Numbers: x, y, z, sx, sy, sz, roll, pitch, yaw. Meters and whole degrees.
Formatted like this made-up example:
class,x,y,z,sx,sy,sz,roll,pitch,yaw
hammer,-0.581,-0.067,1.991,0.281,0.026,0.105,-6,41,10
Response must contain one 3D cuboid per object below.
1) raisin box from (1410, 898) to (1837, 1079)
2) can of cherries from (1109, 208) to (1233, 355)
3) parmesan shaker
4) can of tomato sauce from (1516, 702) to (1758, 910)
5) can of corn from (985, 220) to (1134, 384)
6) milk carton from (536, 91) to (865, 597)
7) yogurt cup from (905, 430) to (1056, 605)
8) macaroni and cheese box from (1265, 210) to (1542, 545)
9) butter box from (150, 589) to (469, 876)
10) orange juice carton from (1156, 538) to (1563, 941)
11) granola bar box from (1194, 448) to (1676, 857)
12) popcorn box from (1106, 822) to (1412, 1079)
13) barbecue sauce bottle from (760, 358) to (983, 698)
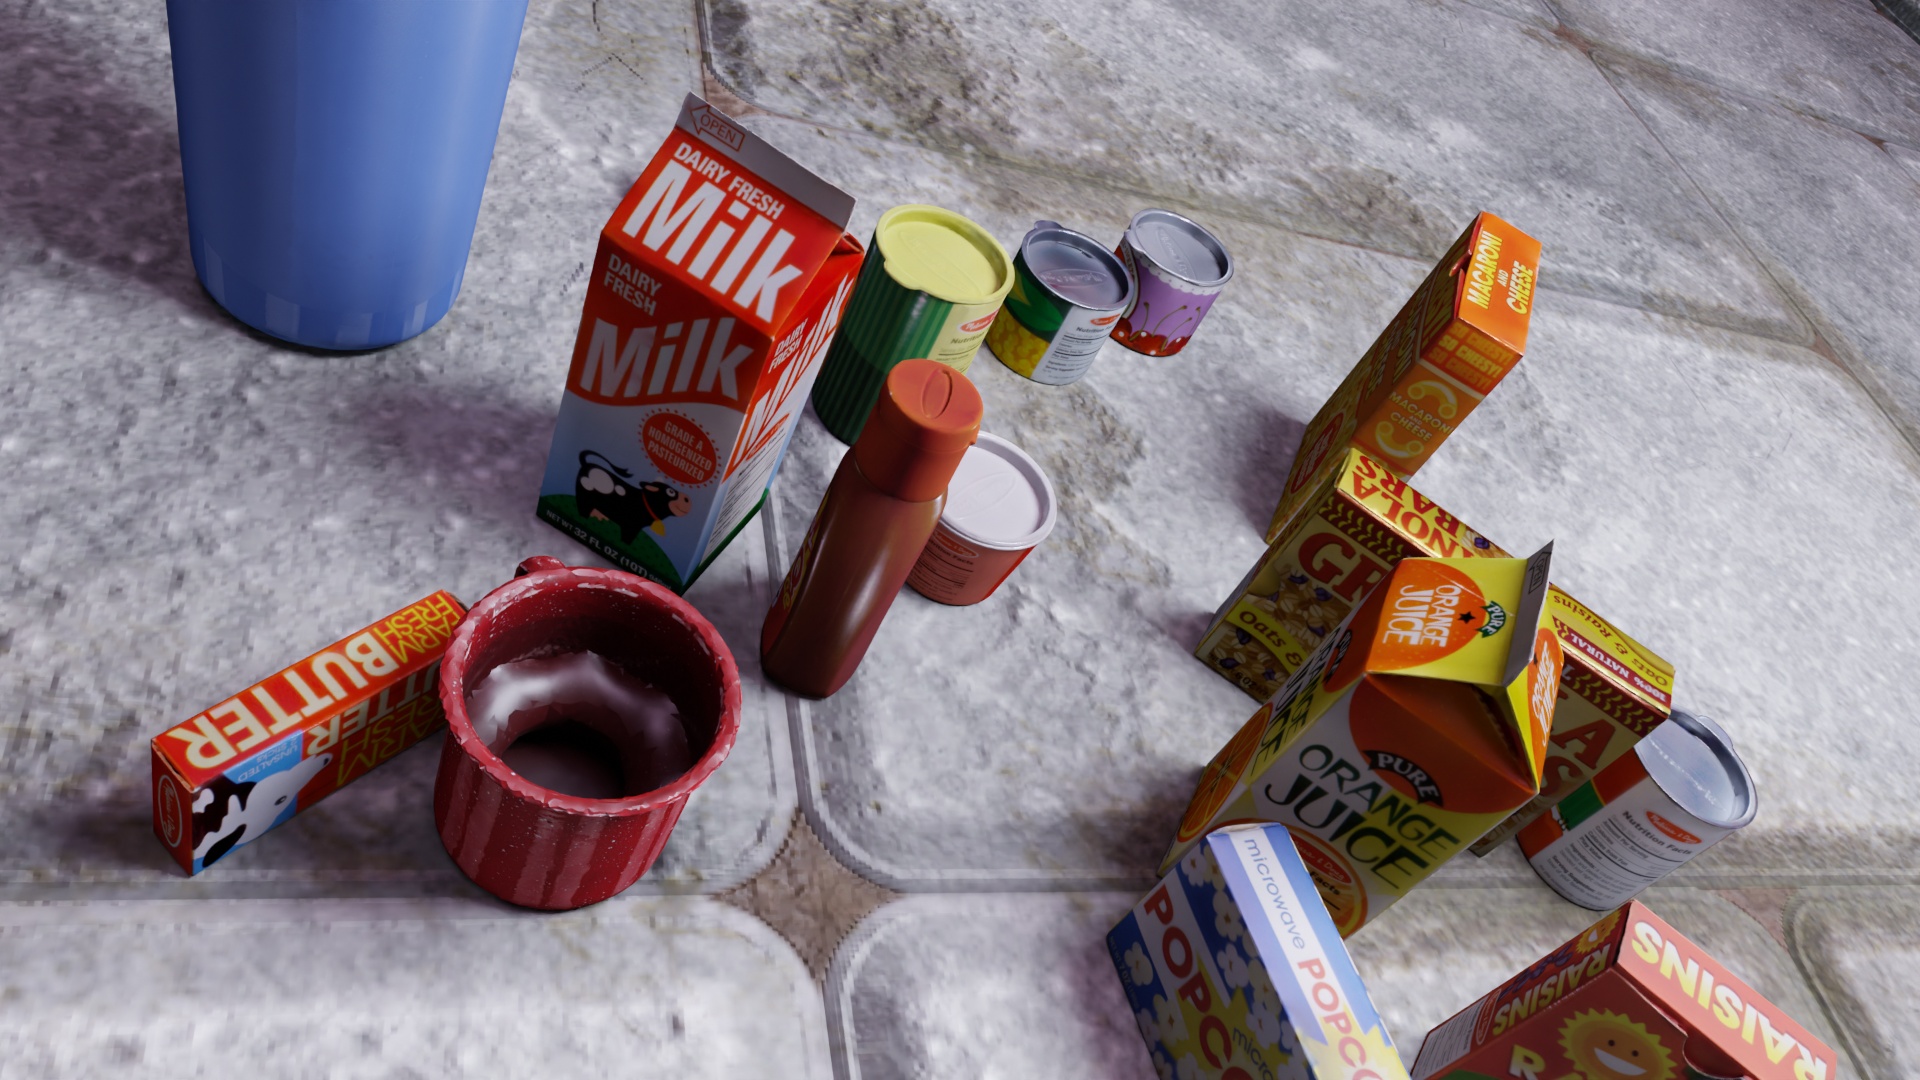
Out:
class,x,y,z,sx,sy,sz,roll,pitch,yaw
raisin box,0.236,0.196,0.508,0.086,0.122,0.040,39,44,9
can of cherries,0.114,-0.150,0.810,0.071,0.058,0.072,15,45,-16
parmesan shaker,-0.027,-0.096,0.651,0.071,0.102,0.072,15,45,-16
can of tomato sauce,0.312,0.123,0.646,0.071,0.082,0.071,15,45,-16
can of corn,0.051,-0.129,0.757,0.071,0.058,0.071,15,45,-16
milk carton,-0.097,-0.072,0.528,0.072,0.189,0.074,33,43,2
yogurt cup,0.002,-0.008,0.621,0.072,0.053,0.073,15,45,-16
macaroni and cheese box,0.229,-0.076,0.725,0.040,0.165,0.124,32,43,1
butter box,-0.205,0.059,0.448,0.024,0.052,0.104,42,44,13
orange juice carton,0.158,0.078,0.525,0.073,0.191,0.072,34,43,4
granola bar box,0.207,0.054,0.623,0.165,0.123,0.039,35,43,5
popcorn box,0.105,0.175,0.486,0.038,0.084,0.127,-1,51,-29
barbecue sauce bottle,-0.035,-0.004,0.530,0.044,0.147,0.065,24,44,-7
